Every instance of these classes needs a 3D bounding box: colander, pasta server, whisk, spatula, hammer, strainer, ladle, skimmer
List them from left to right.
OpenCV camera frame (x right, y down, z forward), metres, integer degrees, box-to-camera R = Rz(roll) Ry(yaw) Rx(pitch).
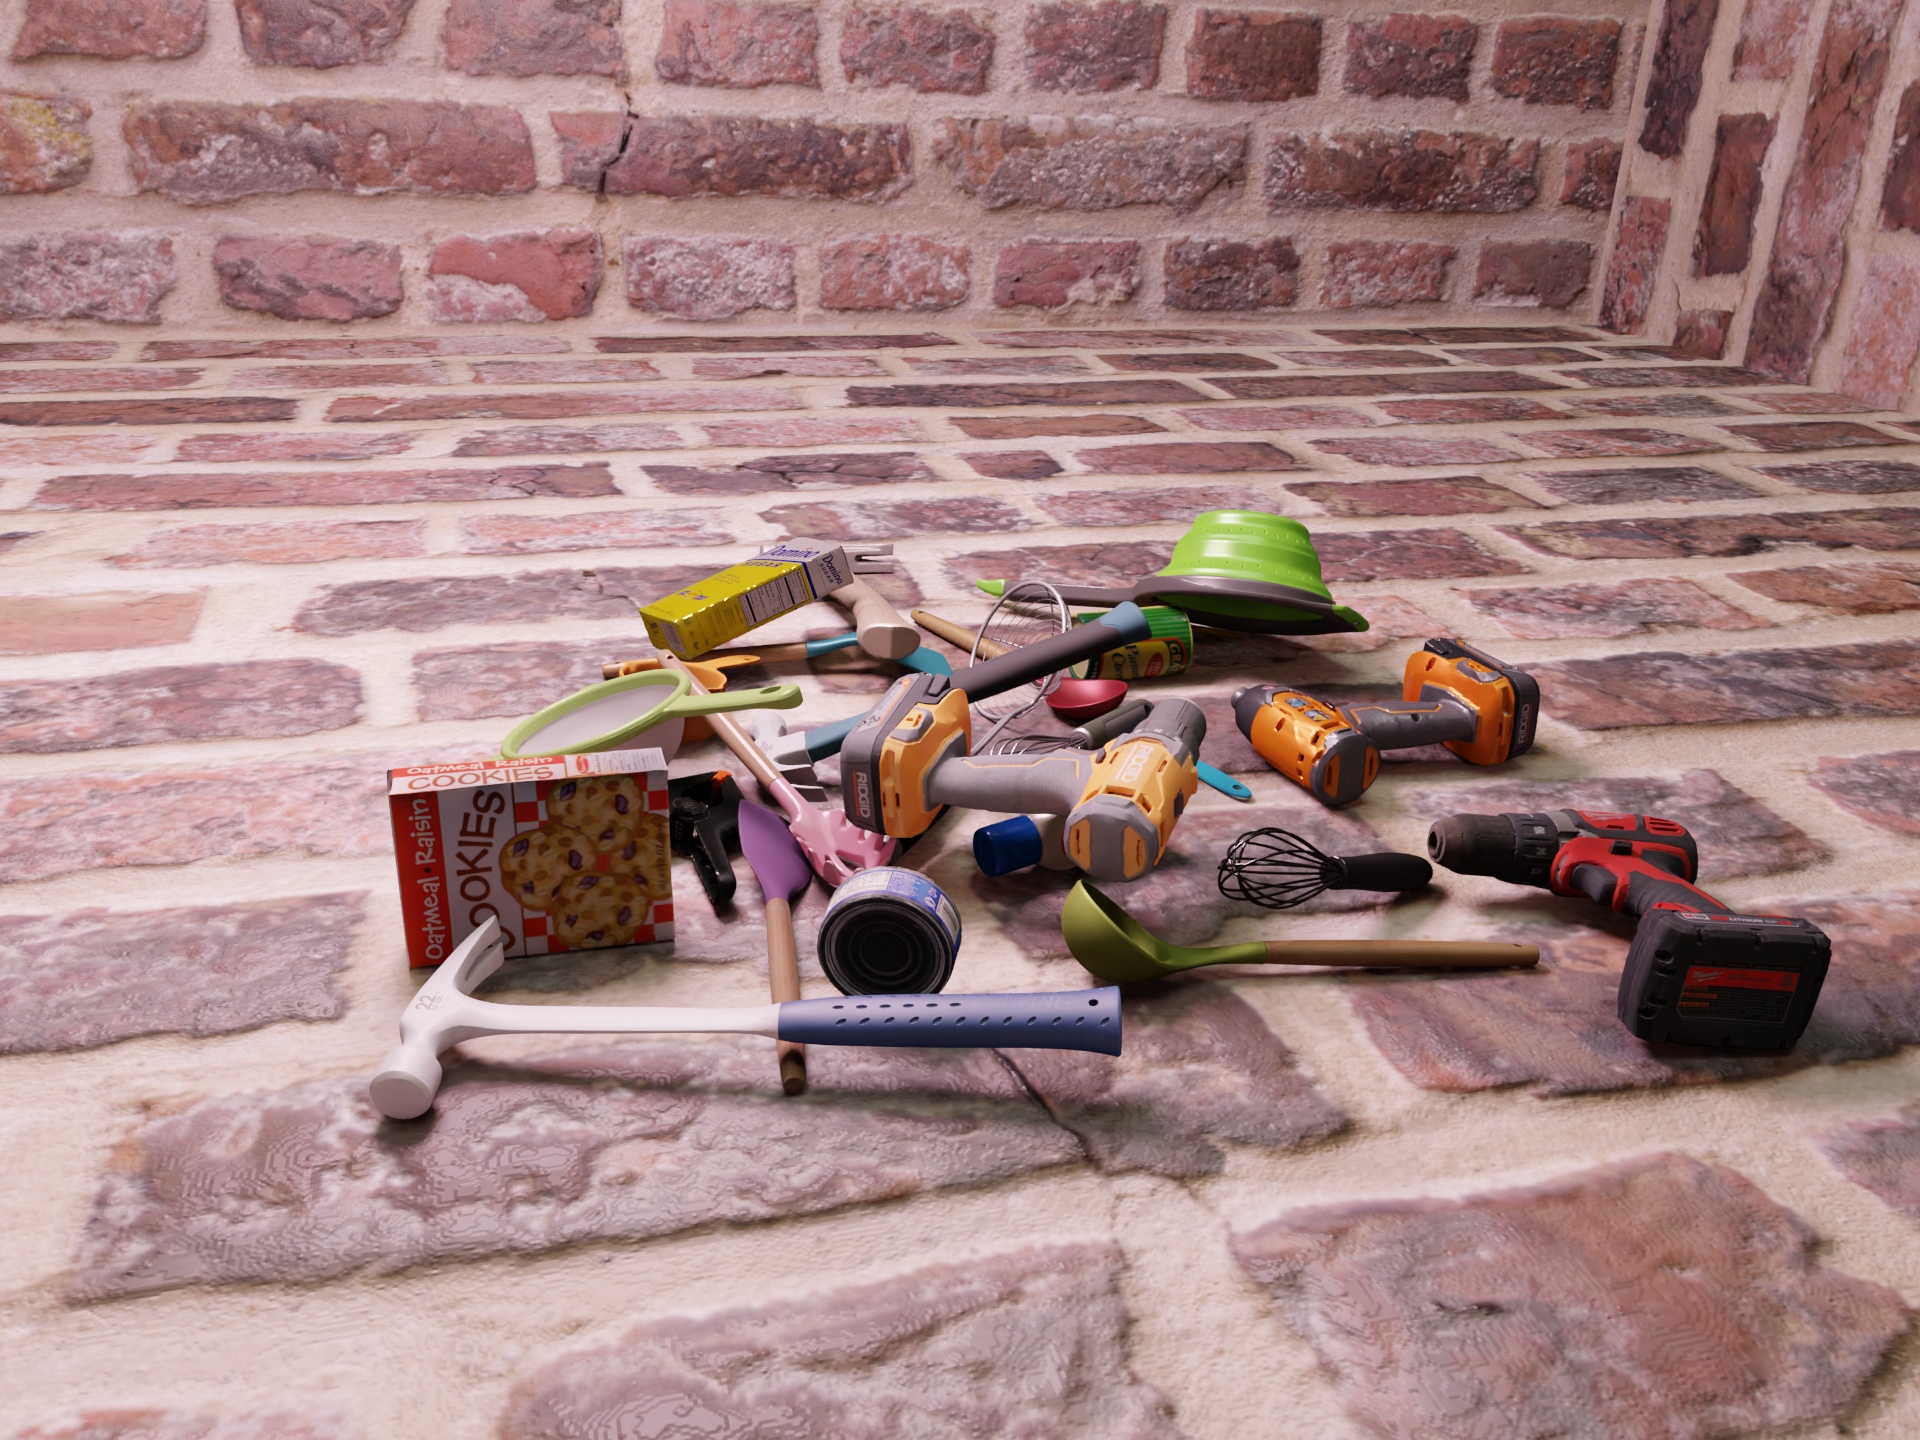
[{"bbox_3d":[-0.220,0.016,1.185,0.256,0.069,0.151,-6,23,27],"label":"strainer"},{"bbox_3d":[-0.150,0.027,1.186,0.060,0.040,0.317,-19,44,-30],"label":"pasta server"},{"bbox_3d":[-0.113,0.166,0.906,0.405,0.035,0.144,0,29,2],"label":"hammer"},{"bbox_3d":[-0.166,-0.051,1.458,0.317,0.044,0.082,-6,24,-7],"label":"spatula"},{"bbox_3d":[-0.115,0.136,1.030,0.059,0.018,0.316,28,18,-21],"label":"spatula"},{"bbox_3d":[-0.094,-0.122,1.543,0.146,0.038,0.411,-3,17,-15],"label":"hammer"},{"bbox_3d":[-0.012,-0.020,1.235,0.331,0.033,0.128,-21,28,5],"label":"hammer"},{"bbox_3d":[-0.002,-0.004,1.278,0.090,0.127,0.363,49,36,-4],"label":"skimmer"},{"bbox_3d":[0.043,-0.057,1.484,0.069,0.031,0.316,-22,31,-29],"label":"ladle"},{"bbox_3d":[0.094,0.020,1.292,0.059,0.058,0.246,-17,4,38],"label":"whisk"},{"bbox_3d":[0.201,-0.153,1.557,0.397,0.094,0.204,6,-4,27],"label":"colander"},{"bbox_3d":[0.222,0.138,1.023,0.320,0.062,0.078,2,15,-8],"label":"ladle"},{"bbox_3d":[0.251,0.099,1.063,0.238,0.055,0.055,6,15,-44],"label":"whisk"}]

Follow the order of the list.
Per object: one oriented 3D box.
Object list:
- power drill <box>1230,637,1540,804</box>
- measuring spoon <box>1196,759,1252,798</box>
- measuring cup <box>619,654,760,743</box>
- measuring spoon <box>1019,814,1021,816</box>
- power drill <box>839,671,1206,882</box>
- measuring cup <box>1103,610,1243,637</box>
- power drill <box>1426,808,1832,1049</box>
[{"bbox_3d":[0.347,-0.006,1.333,0.226,0.084,0.164,-12,27,-21],"label":"power drill"},{"bbox_3d":[0.196,0.031,1.301,0.042,0.021,0.129,-11,26,-28],"label":"measuring spoon"},{"bbox_3d":[-0.222,-0.021,1.353,0.095,0.052,0.173,15,16,22],"label":"measuring cup"},{"bbox_3d":[0.106,0.067,1.215,0.124,0.018,0.034,-3,24,-14],"label":"measuring spoon"},{"bbox_3d":[0.053,0.026,1.100,0.226,0.084,0.185,9,32,21],"label":"power drill"},{"bbox_3d":[0.209,-0.083,1.570,0.156,0.029,0.062,7,13,-21],"label":"measuring cup"},{"bbox_3d":[0.429,0.120,1.046,0.188,0.080,0.227,5,20,-8],"label":"power drill"}]
